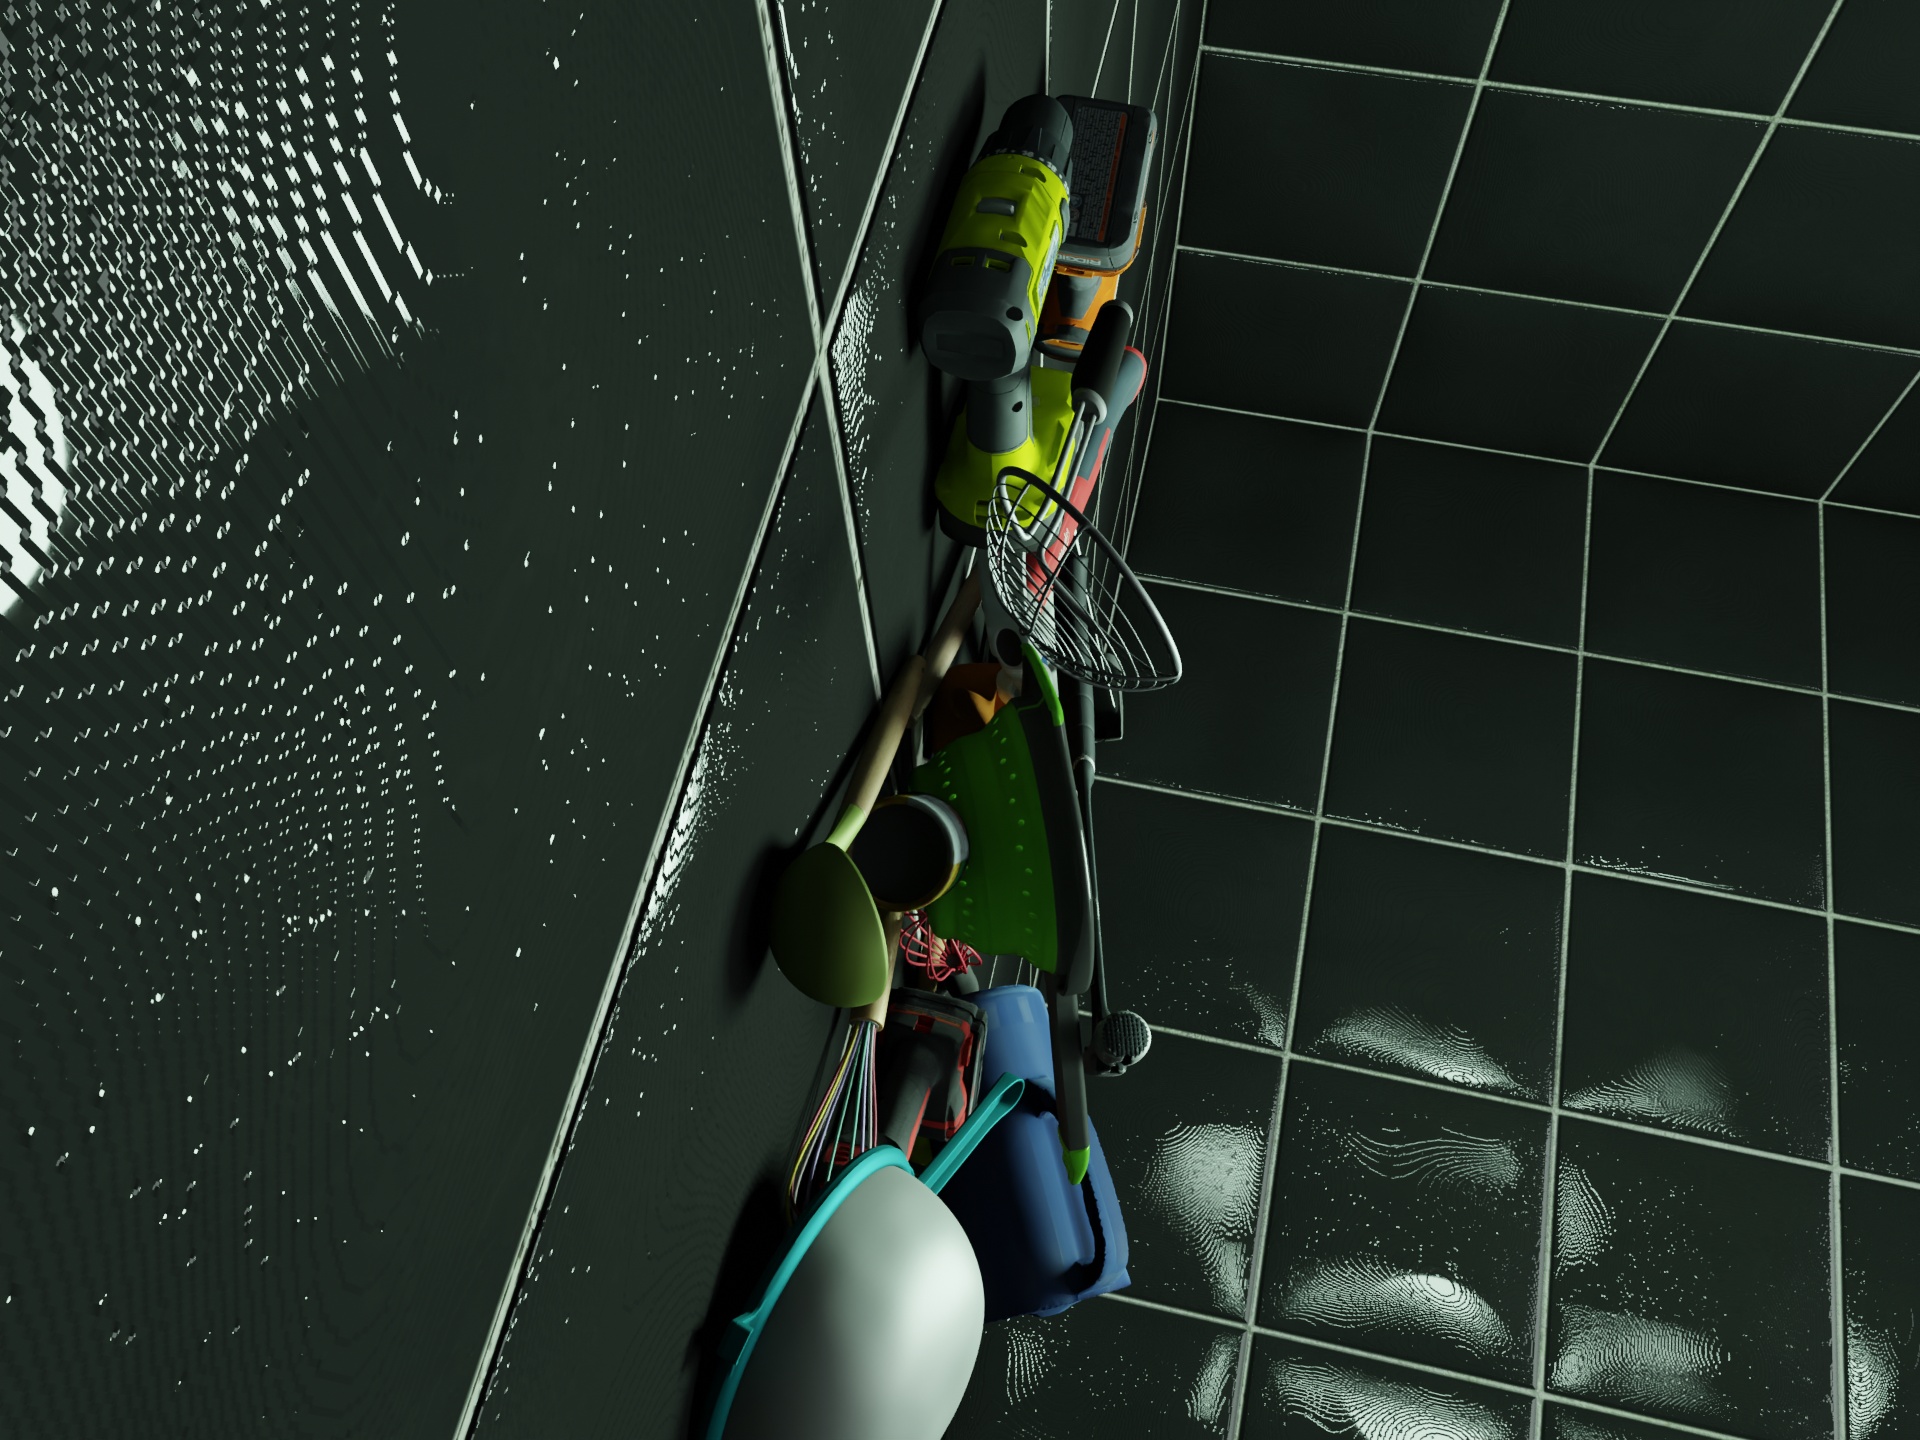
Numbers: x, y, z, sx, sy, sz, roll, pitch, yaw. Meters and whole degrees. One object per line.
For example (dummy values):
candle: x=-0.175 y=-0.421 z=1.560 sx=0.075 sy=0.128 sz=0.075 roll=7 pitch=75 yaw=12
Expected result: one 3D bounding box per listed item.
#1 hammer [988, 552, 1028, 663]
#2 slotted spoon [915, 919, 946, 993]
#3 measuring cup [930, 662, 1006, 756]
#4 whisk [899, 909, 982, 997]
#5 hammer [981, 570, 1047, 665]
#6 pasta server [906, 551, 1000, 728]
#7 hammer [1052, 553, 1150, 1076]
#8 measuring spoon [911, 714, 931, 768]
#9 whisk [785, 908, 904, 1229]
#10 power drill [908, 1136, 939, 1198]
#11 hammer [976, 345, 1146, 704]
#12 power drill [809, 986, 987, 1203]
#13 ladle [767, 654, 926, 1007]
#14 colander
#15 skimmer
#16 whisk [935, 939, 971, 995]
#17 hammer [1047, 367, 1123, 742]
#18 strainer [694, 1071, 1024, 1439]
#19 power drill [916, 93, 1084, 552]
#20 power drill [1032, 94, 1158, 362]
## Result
hammer: x=0.035 y=-0.062 z=1.356 sx=0.128 sy=0.033 sz=0.331 roll=-26 pitch=126 yaw=-80
slotted spoon: x=-0.010 y=0.115 z=1.289 sx=0.070 sy=0.031 sz=0.313 roll=-42 pitch=144 yaw=-68
measuring cup: x=-0.002 y=-0.004 z=1.104 sx=0.173 sy=0.052 sz=0.095 roll=22 pitch=70 yaw=-71
whisk: x=-0.006 y=0.178 z=1.213 sx=0.295 sy=0.073 sz=0.073 roll=80 pitch=22 yaw=-69
hammer: x=0.067 y=-0.031 z=1.351 sx=0.405 sy=0.035 sz=0.144 roll=56 pitch=46 yaw=-71
pasta server: x=0.004 y=-0.096 z=1.110 sx=0.316 sy=0.040 sz=0.060 roll=-65 pitch=164 yaw=-48
hammer: x=0.092 y=0.060 z=1.184 sx=0.149 sy=0.036 sz=0.409 roll=111 pitch=-22 yaw=-67
measuring spoon: x=-0.023 y=0.018 z=1.084 sx=0.124 sy=0.018 sz=0.034 roll=89 pitch=14 yaw=-54
whisk: x=-0.064 y=0.203 z=0.964 sx=0.051 sy=0.047 sz=0.245 roll=106 pitch=-4 yaw=-55
power drill: x=-0.038 y=0.432 z=1.340 sx=0.171 sy=0.080 sz=0.223 roll=-62 pitch=158 yaw=-64
hammer: x=0.083 y=-0.186 z=1.176 sx=0.387 sy=0.038 sz=0.143 roll=-68 pitch=155 yaw=-45
power drill: x=-0.047 y=0.295 z=1.080 sx=0.220 sy=0.078 sz=0.143 roll=-61 pitch=160 yaw=-60
ladle: x=-0.040 y=0.038 z=0.845 sx=0.320 sy=0.062 sz=0.078 roll=-71 pitch=163 yaw=-61
colander: x=0.027 y=0.150 z=1.043 sx=0.205 sy=0.094 sz=0.396 roll=-108 pitch=-170 yaw=-64
skimmer: x=0.083 y=-0.147 z=0.837 sx=0.127 sy=0.090 sz=0.364 roll=53 pitch=33 yaw=-27
whisk: x=0.026 y=0.137 z=1.361 sx=0.239 sy=0.055 sz=0.055 roll=-62 pitch=172 yaw=-1
hammer: x=0.093 y=-0.133 z=1.316 sx=0.146 sy=0.035 sz=0.334 roll=-82 pitch=161 yaw=-57
strainer: x=-0.016 y=0.321 z=0.907 sx=0.340 sy=0.095 sz=0.210 roll=-39 pitch=145 yaw=-51
power drill: x=0.031 y=-0.227 z=0.931 sx=0.228 sy=0.080 sz=0.191 roll=84 pitch=18 yaw=-57
power drill: x=0.098 y=-0.384 z=1.212 sx=0.226 sy=0.084 sz=0.164 roll=70 pitch=31 yaw=-84
